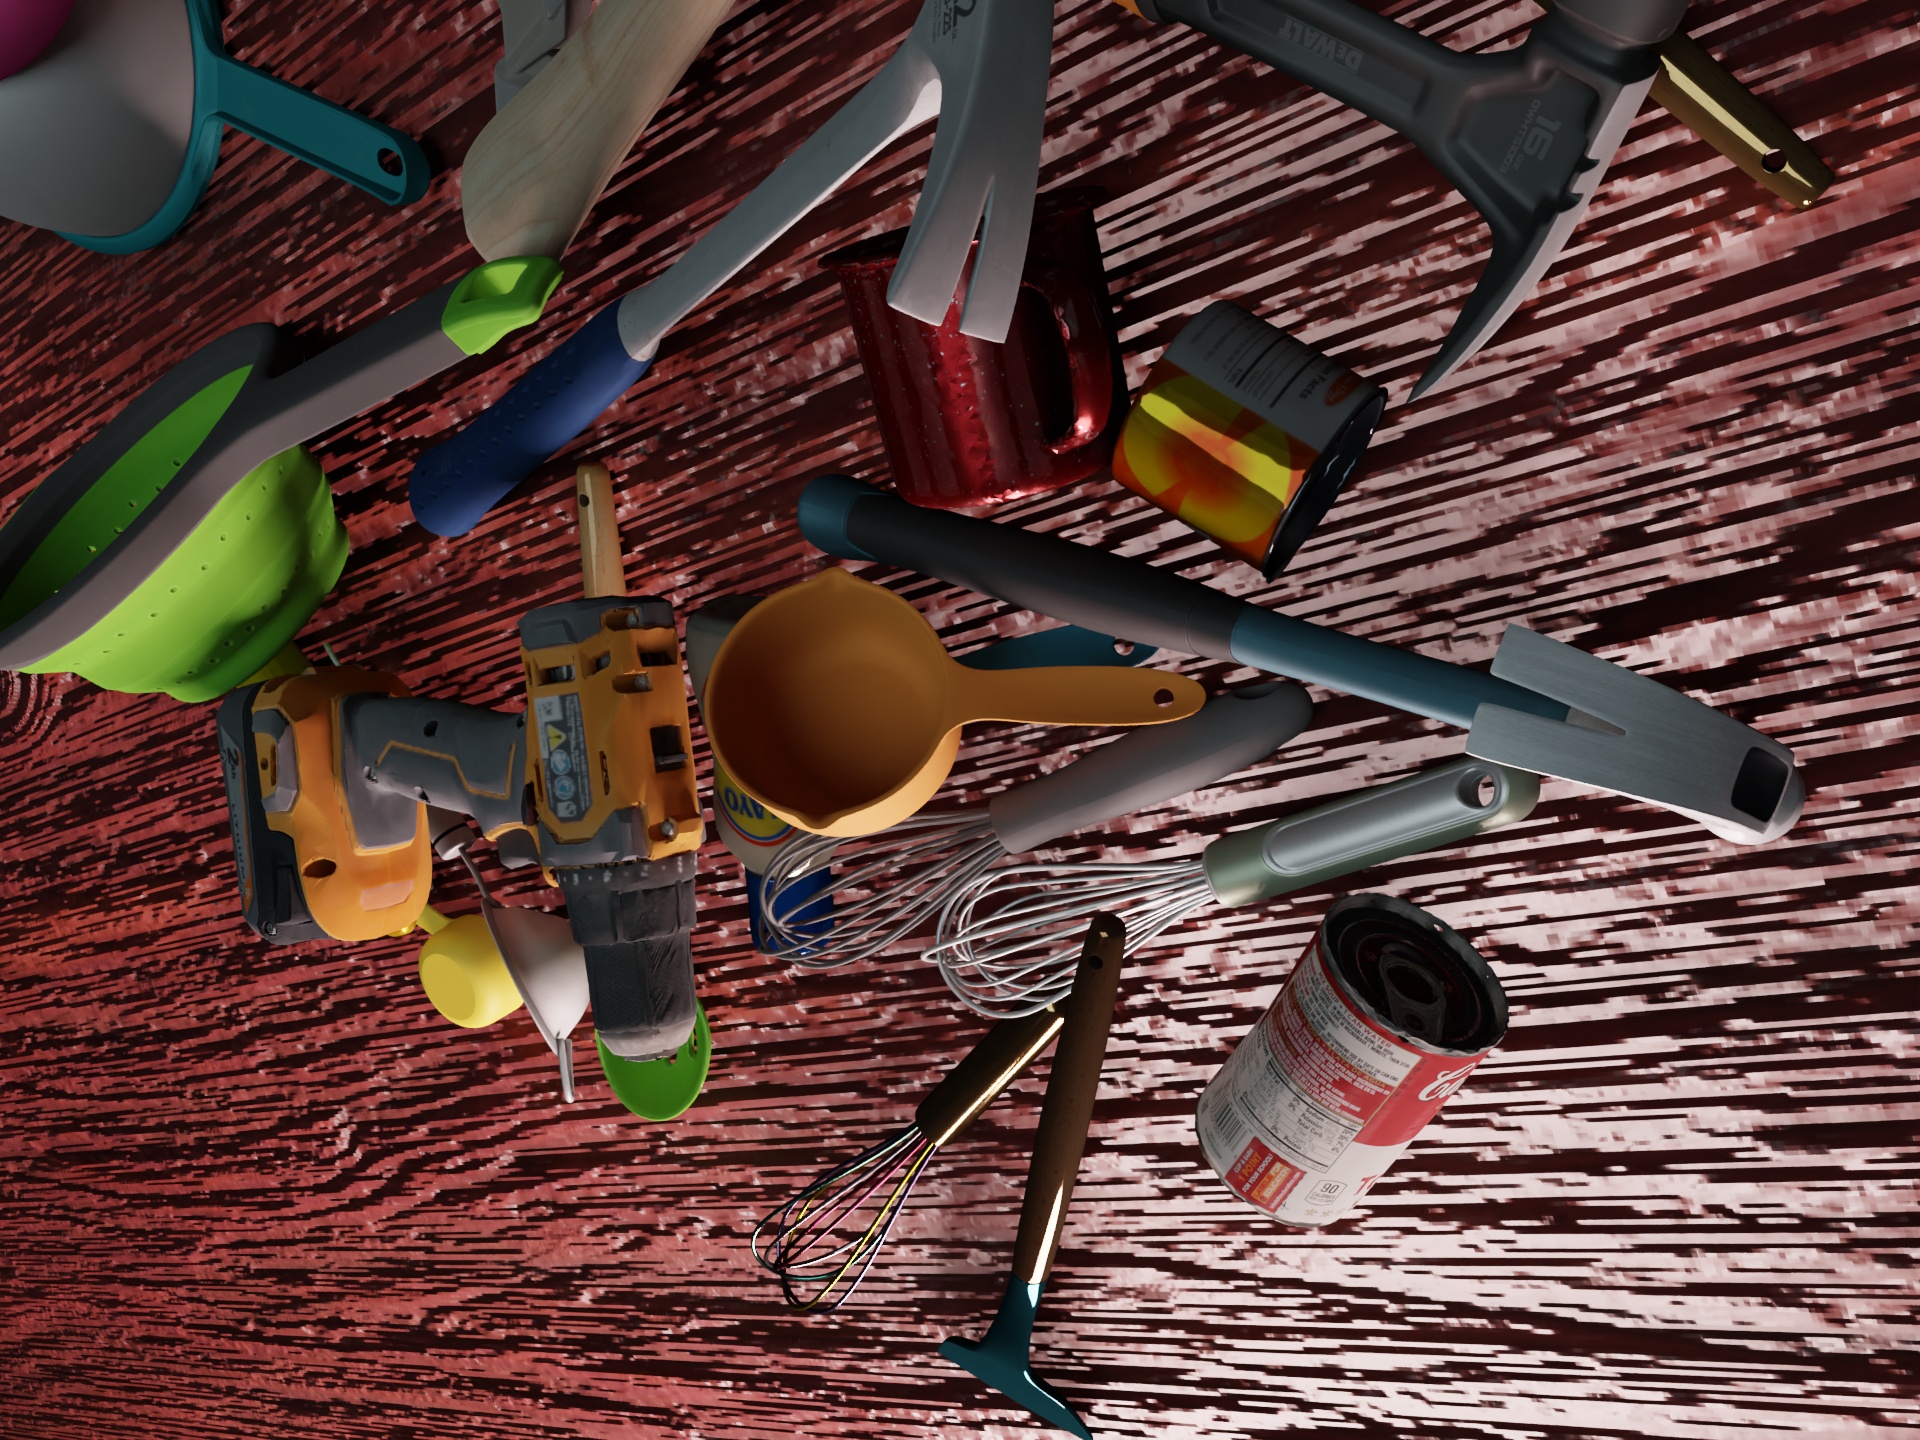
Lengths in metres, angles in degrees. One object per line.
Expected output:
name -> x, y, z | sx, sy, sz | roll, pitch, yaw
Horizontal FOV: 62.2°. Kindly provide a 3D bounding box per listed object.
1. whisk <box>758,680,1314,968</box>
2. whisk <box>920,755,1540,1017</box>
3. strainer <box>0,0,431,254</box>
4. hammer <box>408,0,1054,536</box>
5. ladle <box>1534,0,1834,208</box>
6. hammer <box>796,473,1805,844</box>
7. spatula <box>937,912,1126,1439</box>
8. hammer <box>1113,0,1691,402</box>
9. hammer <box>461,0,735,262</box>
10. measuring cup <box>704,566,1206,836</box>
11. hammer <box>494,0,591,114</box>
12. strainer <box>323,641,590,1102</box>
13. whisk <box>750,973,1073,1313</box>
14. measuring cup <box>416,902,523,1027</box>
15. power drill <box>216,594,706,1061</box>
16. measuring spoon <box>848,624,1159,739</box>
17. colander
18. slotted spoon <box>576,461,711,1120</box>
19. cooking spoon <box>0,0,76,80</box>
whisk -> 0.019, 0.038, 0.584 | 0.239, 0.055, 0.055 | -24, 97, 24
whisk -> 0.086, 0.057, 0.567 | 0.246, 0.059, 0.058 | -23, 70, 33
strainer -> -0.377, -0.280, 0.673 | 0.340, 0.095, 0.210 | 28, 123, 20
hammer -> -0.104, -0.132, 0.534 | 0.405, 0.035, 0.144 | -18, 67, 52
ladle -> 0.110, -0.244, 0.430 | 0.315, 0.031, 0.069 | 44, 128, 6
hammer -> 0.080, -0.030, 0.499 | 0.331, 0.128, 0.033 | 20, 93, 35
spatula -> 0.036, 0.197, 0.645 | 0.082, 0.044, 0.317 | 23, 125, 21
hammer -> 0.034, -0.228, 0.470 | 0.337, 0.034, 0.127 | 36, 139, 17
hammer -> -0.042, -0.261, 0.459 | 0.410, 0.038, 0.146 | -38, 87, 42
measuring cup -> -0.001, -0.002, 0.567 | 0.173, 0.052, 0.095 | 0, 73, 7
hammer -> -0.305, -0.315, 0.560 | 0.359, 0.037, 0.149 | 14, 135, 3
strainer -> -0.241, 0.065, 0.777 | 0.258, 0.050, 0.087 | 54, 168, 7
whisk -> -0.024, 0.185, 0.697 | 0.051, 0.047, 0.245 | 37, 122, -2
measuring cup -> -0.294, 0.106, 0.834 | 0.156, 0.029, 0.062 | 33, 124, 14
power drill -> -0.205, 0.051, 0.676 | 0.226, 0.084, 0.185 | -7, 91, 28
measuring spoon -> 0.018, -0.020, 0.596 | 0.128, 0.021, 0.042 | -10, 91, 26
colander -> -0.283, -0.092, 0.675 | 0.397, 0.205, 0.094 | -13, 135, 34
slotted spoon -> -0.148, 0.039, 0.717 | 0.070, 0.031, 0.313 | 10, 114, 28
cooking spoon -> -0.302, -0.348, 0.589 | 0.319, 0.017, 0.068 | -32, 101, 20
